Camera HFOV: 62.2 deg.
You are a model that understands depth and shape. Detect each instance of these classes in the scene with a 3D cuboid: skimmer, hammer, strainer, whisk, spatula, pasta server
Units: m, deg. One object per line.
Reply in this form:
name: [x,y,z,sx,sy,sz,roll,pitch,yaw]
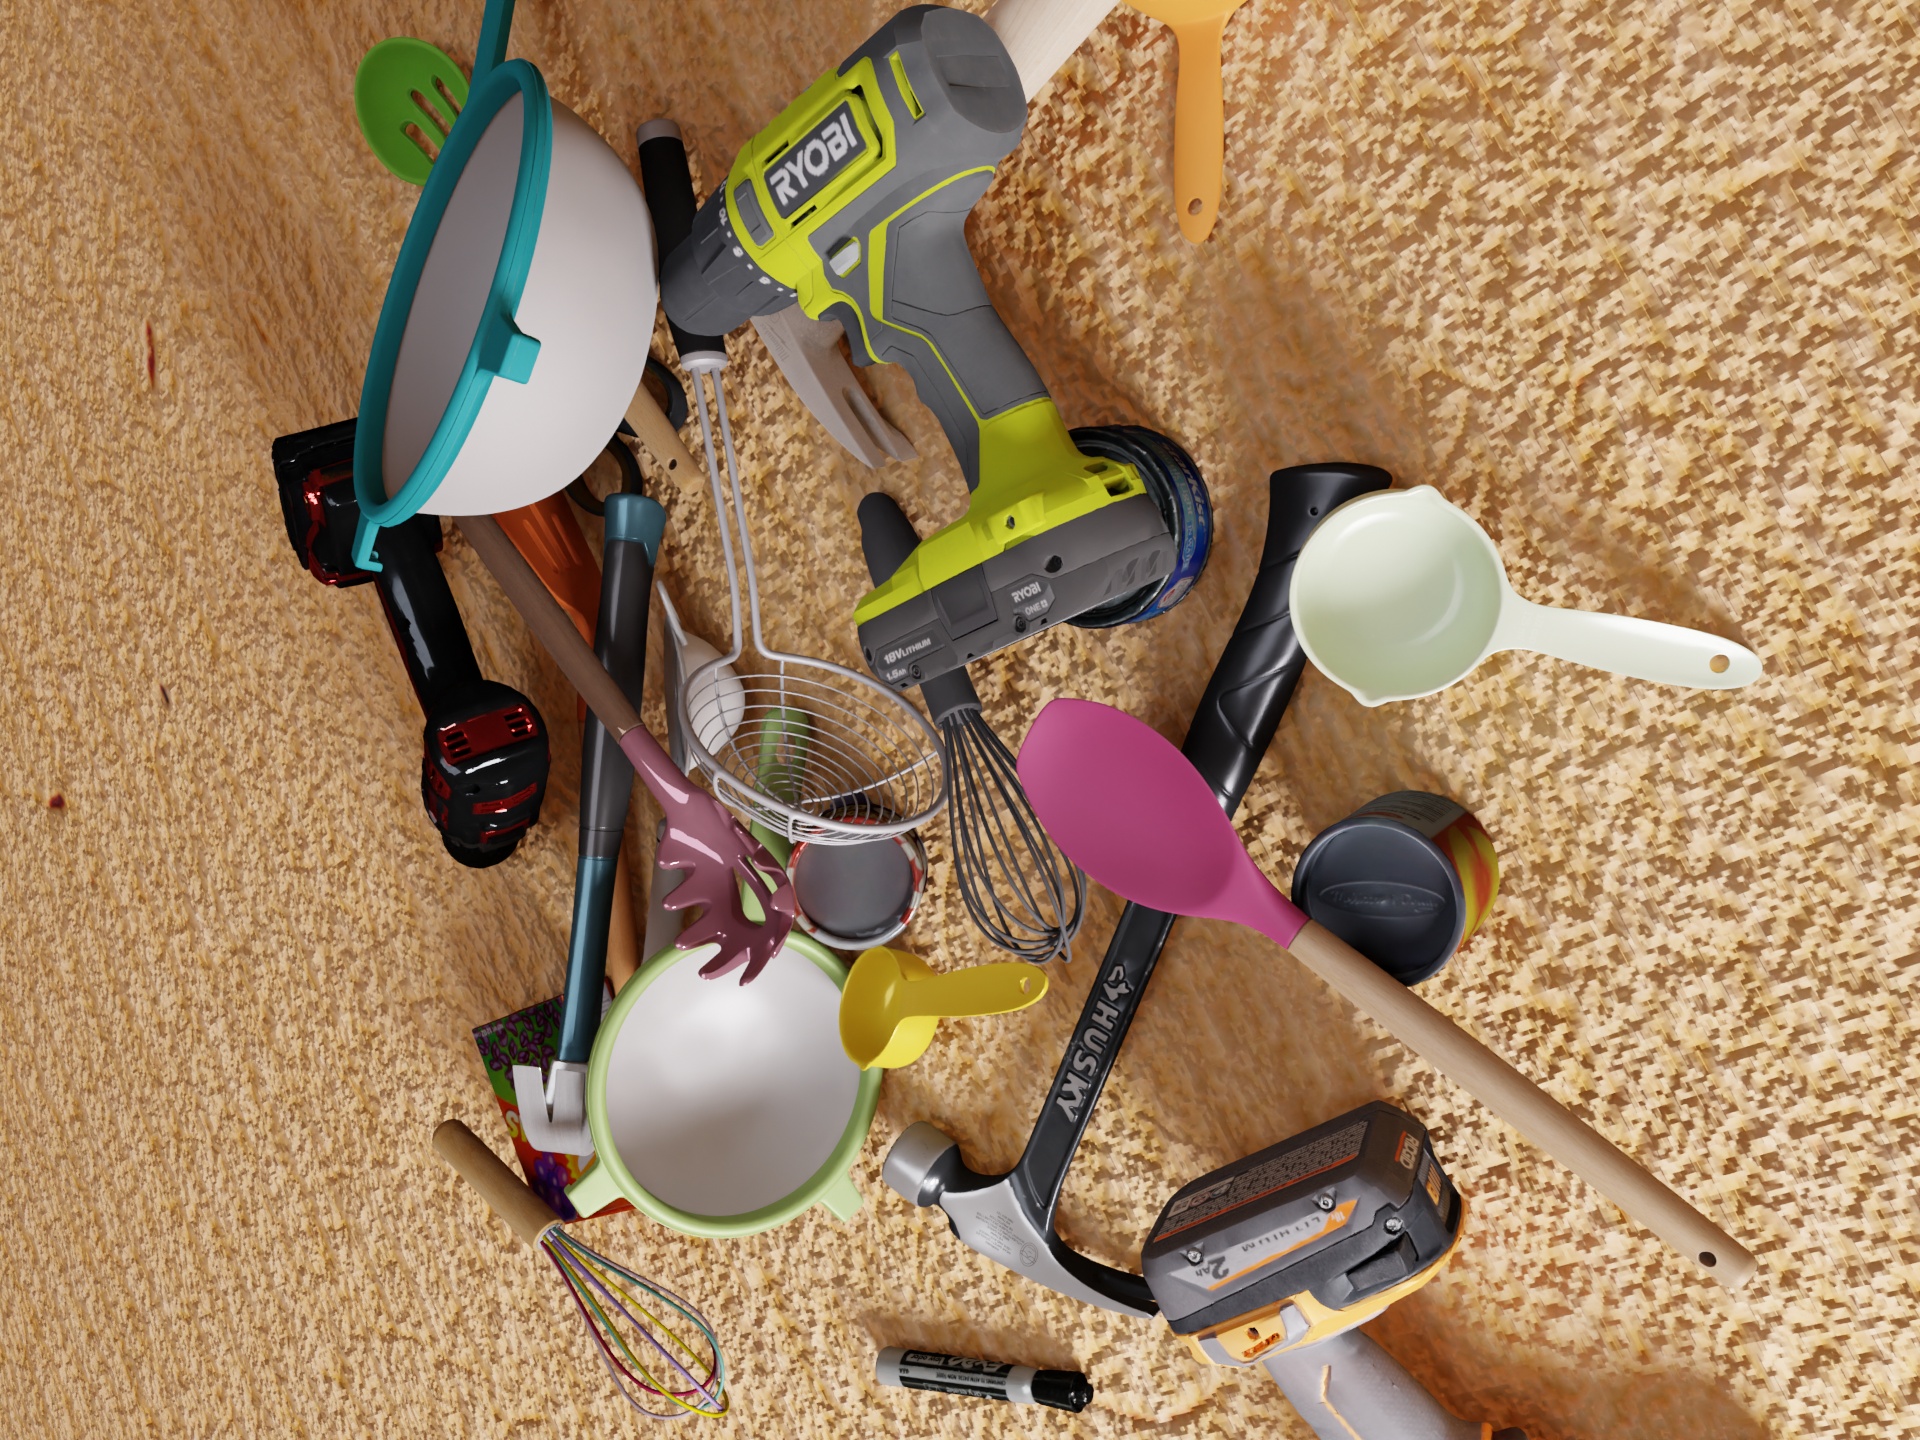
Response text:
skimmer: [-0.092,-0.118,0.729,0.090,0.127,0.363,-20,79,49]
hammer: [0.088,0.079,0.685,0.149,0.036,0.408,29,113,23]
strainer: [-0.145,0.050,0.823,0.087,0.050,0.258,-122,39,-58]
hammer: [-0.179,0.053,0.795,0.033,0.128,0.331,6,91,-1]
whisk: [0.000,-0.002,0.700,0.055,0.055,0.239,-36,63,32]
strainer: [-0.113,0.120,0.793,0.069,0.151,0.256,-5,76,60]
strainer: [-0.195,-0.235,0.748,0.211,0.095,0.341,-31,51,47]
spatula: [-0.202,0.022,0.850,0.041,0.081,0.322,-1,104,14]
pasta server: [-0.172,-0.013,0.736,0.060,0.040,0.316,-46,73,24]
whisk: [-0.210,0.291,0.858,0.245,0.047,0.051,32,118,30]
hammer: [0.038,-0.260,0.599,0.410,0.038,0.146,-38,82,45]

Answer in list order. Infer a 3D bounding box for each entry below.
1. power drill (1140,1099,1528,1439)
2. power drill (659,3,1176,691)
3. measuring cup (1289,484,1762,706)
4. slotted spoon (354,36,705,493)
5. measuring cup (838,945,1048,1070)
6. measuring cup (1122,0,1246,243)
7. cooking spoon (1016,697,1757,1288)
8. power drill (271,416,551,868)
power drill: [0.198,0.267,0.620,0.185,0.084,0.226,-32,88,25]
power drill: [-0.026,-0.135,0.638,0.190,0.080,0.228,-23,91,43]
measuring cup: [0.204,-0.039,0.585,0.167,0.038,0.083,13,106,6]
slotted spoon: [-0.219,-0.233,0.816,0.070,0.031,0.314,-44,73,23]
measuring cup: [-0.003,0.128,0.727,0.156,0.029,0.062,-19,60,50]
measuring cup: [0.082,-0.276,0.612,0.095,0.052,0.173,3,99,32]
cooking spoon: [0.147,0.095,0.590,0.319,0.017,0.068,38,118,21]
power drill: [-0.286,-0.032,0.854,0.227,0.080,0.188,63,156,12]
